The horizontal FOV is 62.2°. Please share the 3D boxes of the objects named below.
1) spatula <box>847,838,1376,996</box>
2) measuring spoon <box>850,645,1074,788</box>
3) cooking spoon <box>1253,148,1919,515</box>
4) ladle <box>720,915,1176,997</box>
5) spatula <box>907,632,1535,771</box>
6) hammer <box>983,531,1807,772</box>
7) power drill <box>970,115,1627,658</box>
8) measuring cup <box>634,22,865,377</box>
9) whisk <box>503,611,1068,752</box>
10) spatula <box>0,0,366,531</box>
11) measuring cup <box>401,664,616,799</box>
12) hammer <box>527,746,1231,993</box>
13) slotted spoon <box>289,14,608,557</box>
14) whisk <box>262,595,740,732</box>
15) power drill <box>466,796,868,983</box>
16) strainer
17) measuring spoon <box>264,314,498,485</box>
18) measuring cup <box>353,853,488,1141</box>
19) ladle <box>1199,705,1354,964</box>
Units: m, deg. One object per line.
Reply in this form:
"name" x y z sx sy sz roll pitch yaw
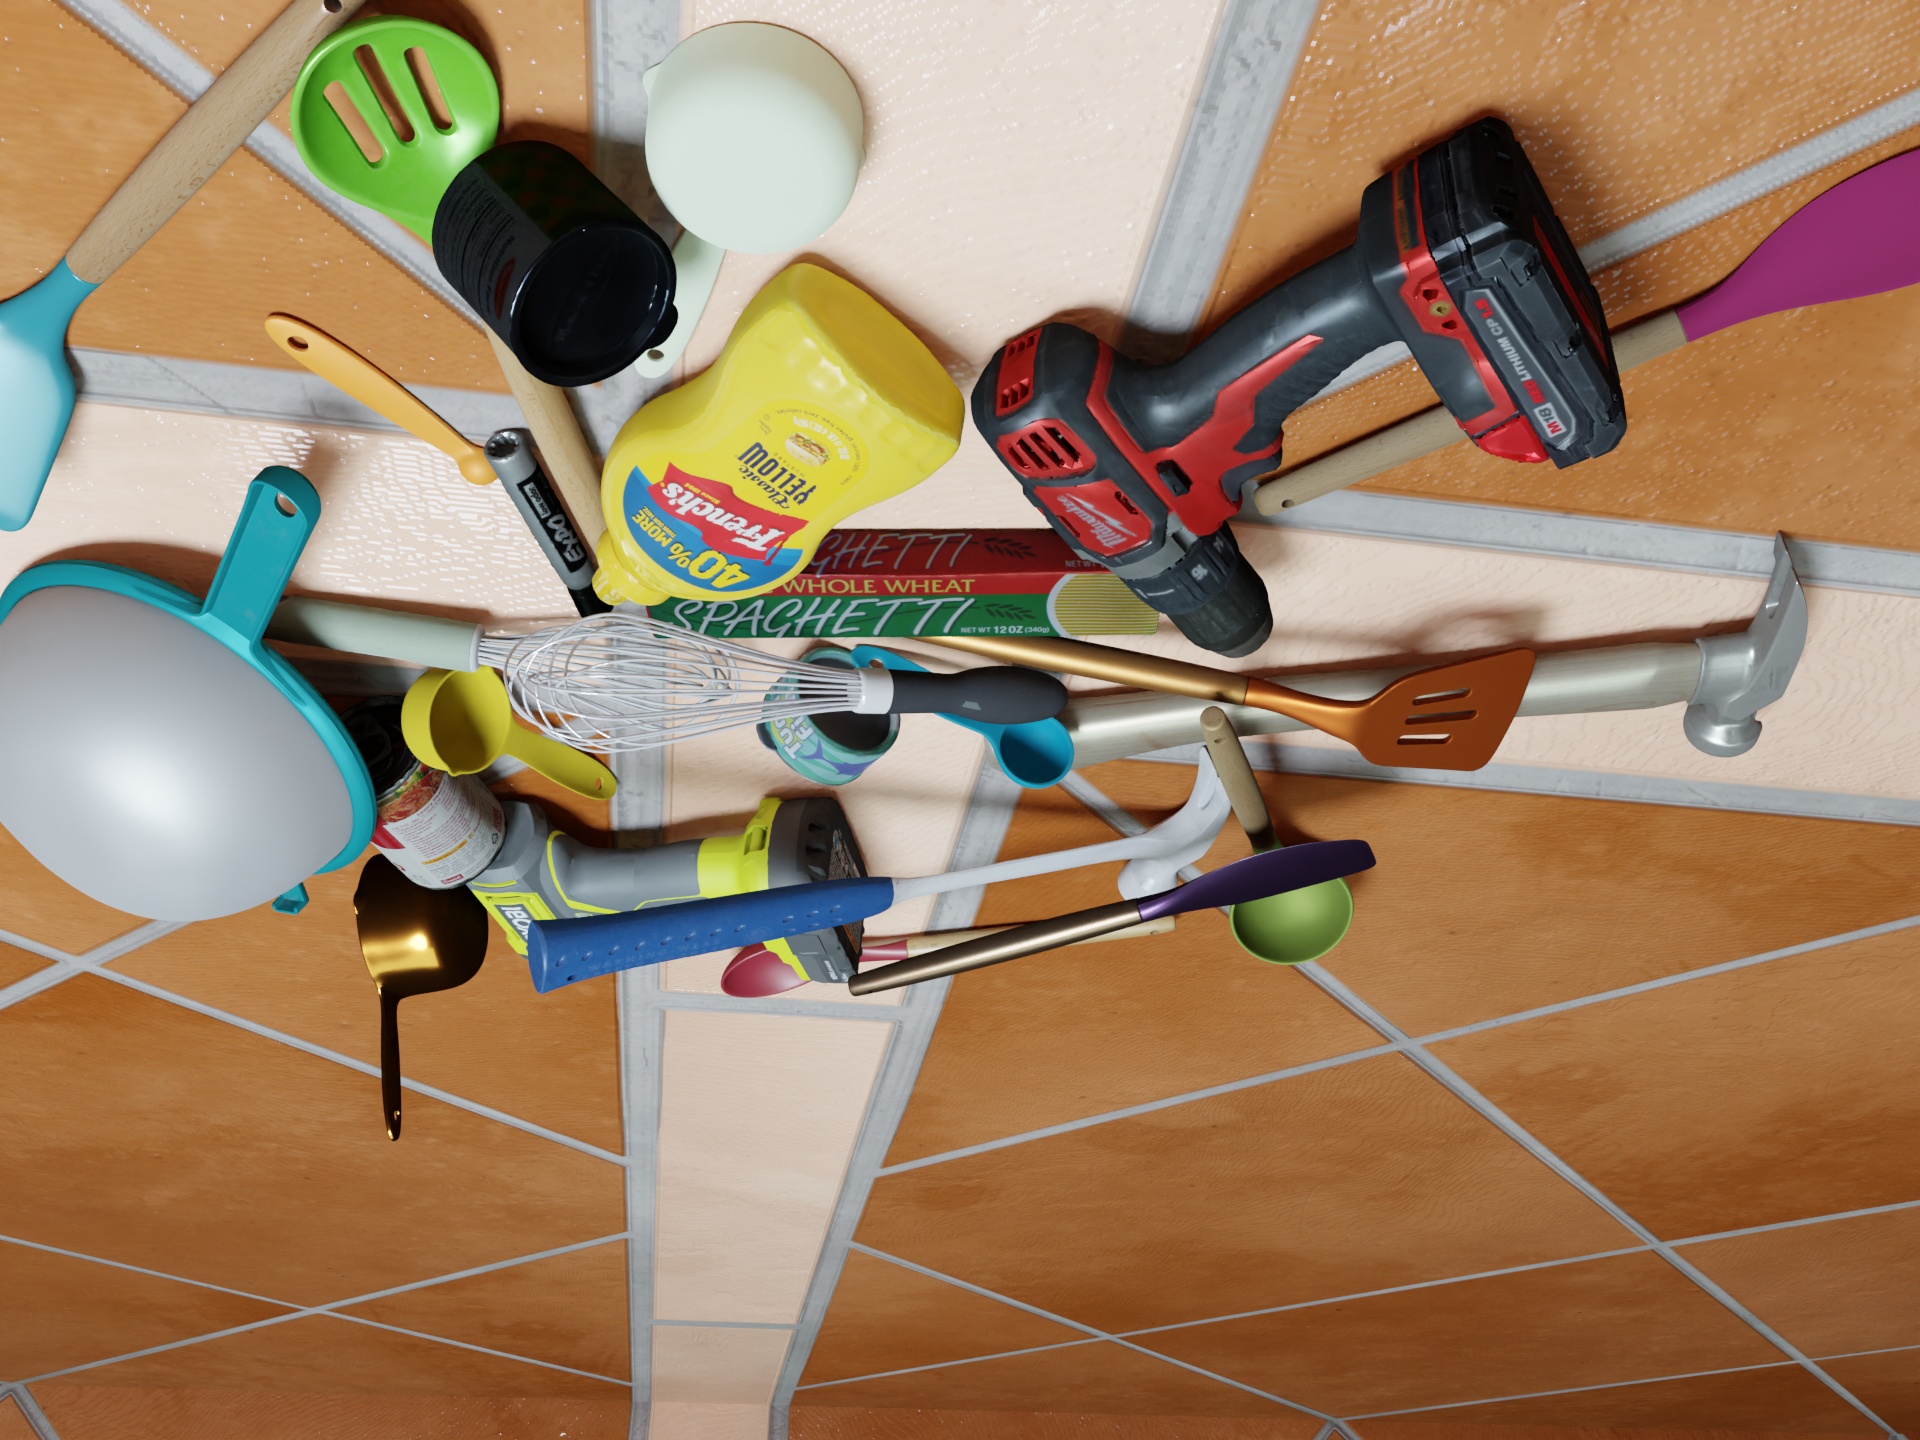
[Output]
"spatula" 0.078 0.114 0.907 0.316 0.018 0.059 -17 148 17
"measuring spoon" -0.001 -0.003 0.830 0.128 0.042 0.021 28 153 -1
"cooking spoon" 0.267 -0.149 0.648 0.319 0.017 0.068 -21 141 27
"ladle" -0.010 0.155 1.091 0.315 0.031 0.069 -7 148 7
"spatula" 0.118 -0.025 0.791 0.322 0.041 0.081 11 130 4
"hammer" 0.214 -0.017 0.828 0.410 0.038 0.146 -6 144 8
"power drill" 0.141 -0.113 0.639 0.227 0.080 0.187 -20 134 32
"measuring cup" -0.092 -0.175 0.587 0.083 0.038 0.167 15 141 -22
"whisk" -0.073 -0.016 0.762 0.284 0.070 0.070 1 148 -26
"spatula" -0.311 -0.173 0.586 0.317 0.044 0.082 -26 135 32
"measuring cup" -0.244 0.015 0.870 0.029 0.062 0.156 5 163 27
"hammer" -0.030 0.090 0.876 0.405 0.035 0.144 -8 149 -26
"slotted spoon" -0.179 -0.146 0.638 0.070 0.031 0.313 -28 150 -10
"whisk" -0.233 -0.034 0.793 0.246 0.058 0.059 9 111 -6
"power drill" -0.176 0.111 0.984 0.223 0.080 0.171 -2 145 9
"strainer" -0.370 0.003 0.735 0.211 0.095 0.340 38 137 -13
"measuring spoon" -0.243 -0.133 0.673 0.021 0.011 0.116 -23 140 29
"measuring cup" -0.311 0.156 0.931 0.052 0.174 0.095 -11 153 1
"ladle" 0.170 0.069 0.894 0.078 0.062 0.319 -18 153 11
